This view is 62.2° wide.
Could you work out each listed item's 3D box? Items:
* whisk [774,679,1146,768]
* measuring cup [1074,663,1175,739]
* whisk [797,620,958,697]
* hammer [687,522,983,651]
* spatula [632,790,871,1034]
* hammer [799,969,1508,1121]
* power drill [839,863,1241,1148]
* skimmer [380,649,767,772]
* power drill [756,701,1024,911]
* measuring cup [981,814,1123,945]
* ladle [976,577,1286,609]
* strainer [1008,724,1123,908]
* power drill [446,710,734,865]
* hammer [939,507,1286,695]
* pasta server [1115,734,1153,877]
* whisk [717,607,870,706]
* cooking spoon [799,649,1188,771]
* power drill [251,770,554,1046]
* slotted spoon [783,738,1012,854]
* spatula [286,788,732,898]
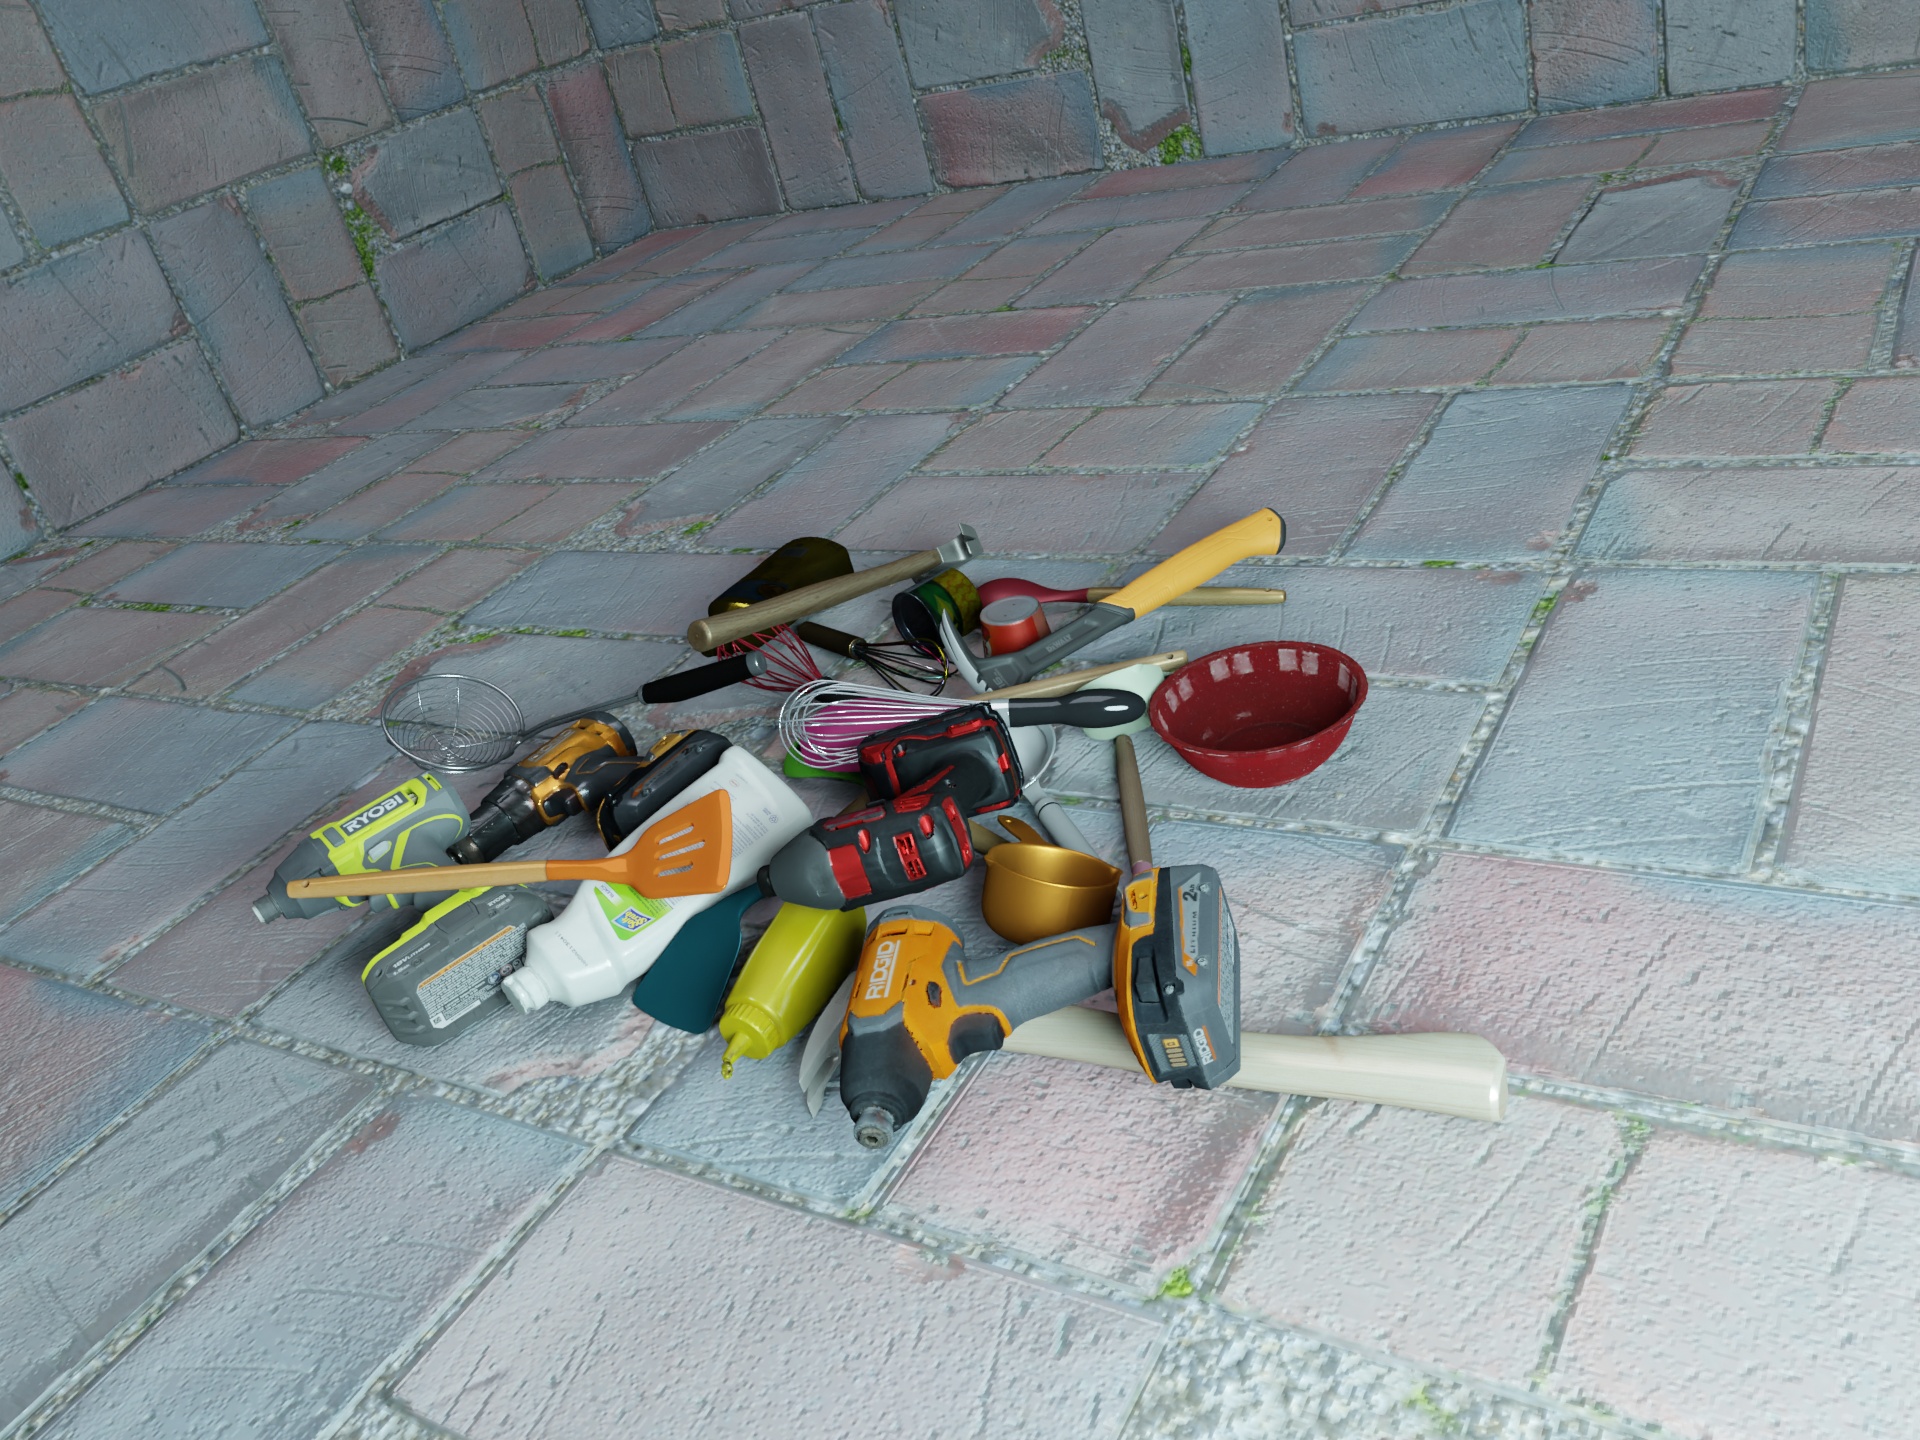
[{"bbox_3d":[-0.002,-0.004,1.210,0.284,0.070,0.070,-3,30,7],"label":"whisk"},{"bbox_3d":[0.167,-0.018,1.263,0.167,0.038,0.083,-9,-18,-24],"label":"measuring cup"},{"bbox_3d":[-0.081,-0.066,1.471,0.051,0.047,0.245,-33,30,-26],"label":"whisk"},{"bbox_3d":[-0.107,-0.121,1.465,0.331,0.031,0.130,-23,-1,-40],"label":"hammer"},{"bbox_3d":[-0.110,0.107,1.172,0.082,0.044,0.317,12,40,41],"label":"spatula"},{"bbox_3d":[0.101,0.195,0.927,0.411,0.038,0.146,2,35,28],"label":"hammer"},{"bbox_3d":[0.039,0.165,0.897,0.226,0.084,0.164,-11,32,17],"label":"power drill"},{"bbox_3d":[-0.355,-0.029,1.456,0.363,0.090,0.127,-15,37,18],"label":"skimmer"},{"bbox_3d":[-0.043,0.065,1.081,0.143,0.078,0.220,-16,11,19],"label":"power drill"},{"bbox_3d":[0.048,0.109,1.083,0.095,0.052,0.174,7,10,-14],"label":"measuring cup"},{"bbox_3d":[0.143,-0.113,1.461,0.315,0.031,0.069,2,34,26],"label":"ladle"},{"bbox_3d":[0.061,0.065,1.174,0.087,0.050,0.259,-36,36,0],"label":"strainer"},{"bbox_3d":[-0.304,0.069,1.309,0.226,0.084,0.185,8,38,43],"label":"power drill"},{"bbox_3d":[0.145,-0.109,1.376,0.337,0.034,0.127,-29,66,-22],"label":"hammer"},{"bbox_3d":[0.129,0.084,1.106,0.040,0.060,0.316,-54,15,23],"label":"pasta server"},{"bbox_3d":[-0.134,-0.034,1.429,0.073,0.073,0.296,-31,38,-26],"label":"whisk"},{"bbox_3d":[0.026,-0.016,1.277,0.319,0.017,0.069,-13,58,1],"label":"cooking spoon"},{"bbox_3d":[-0.419,0.140,1.197,0.171,0.080,0.223,-34,44,-26],"label":"power drill"},{"bbox_3d":[-0.046,0.059,1.250,0.070,0.031,0.314,-33,35,-26],"label":"slotted spoon"},{"bbox_3d":[-0.318,0.103,1.124,0.322,0.041,0.081,-5,59,1],"label":"spatula"}]
